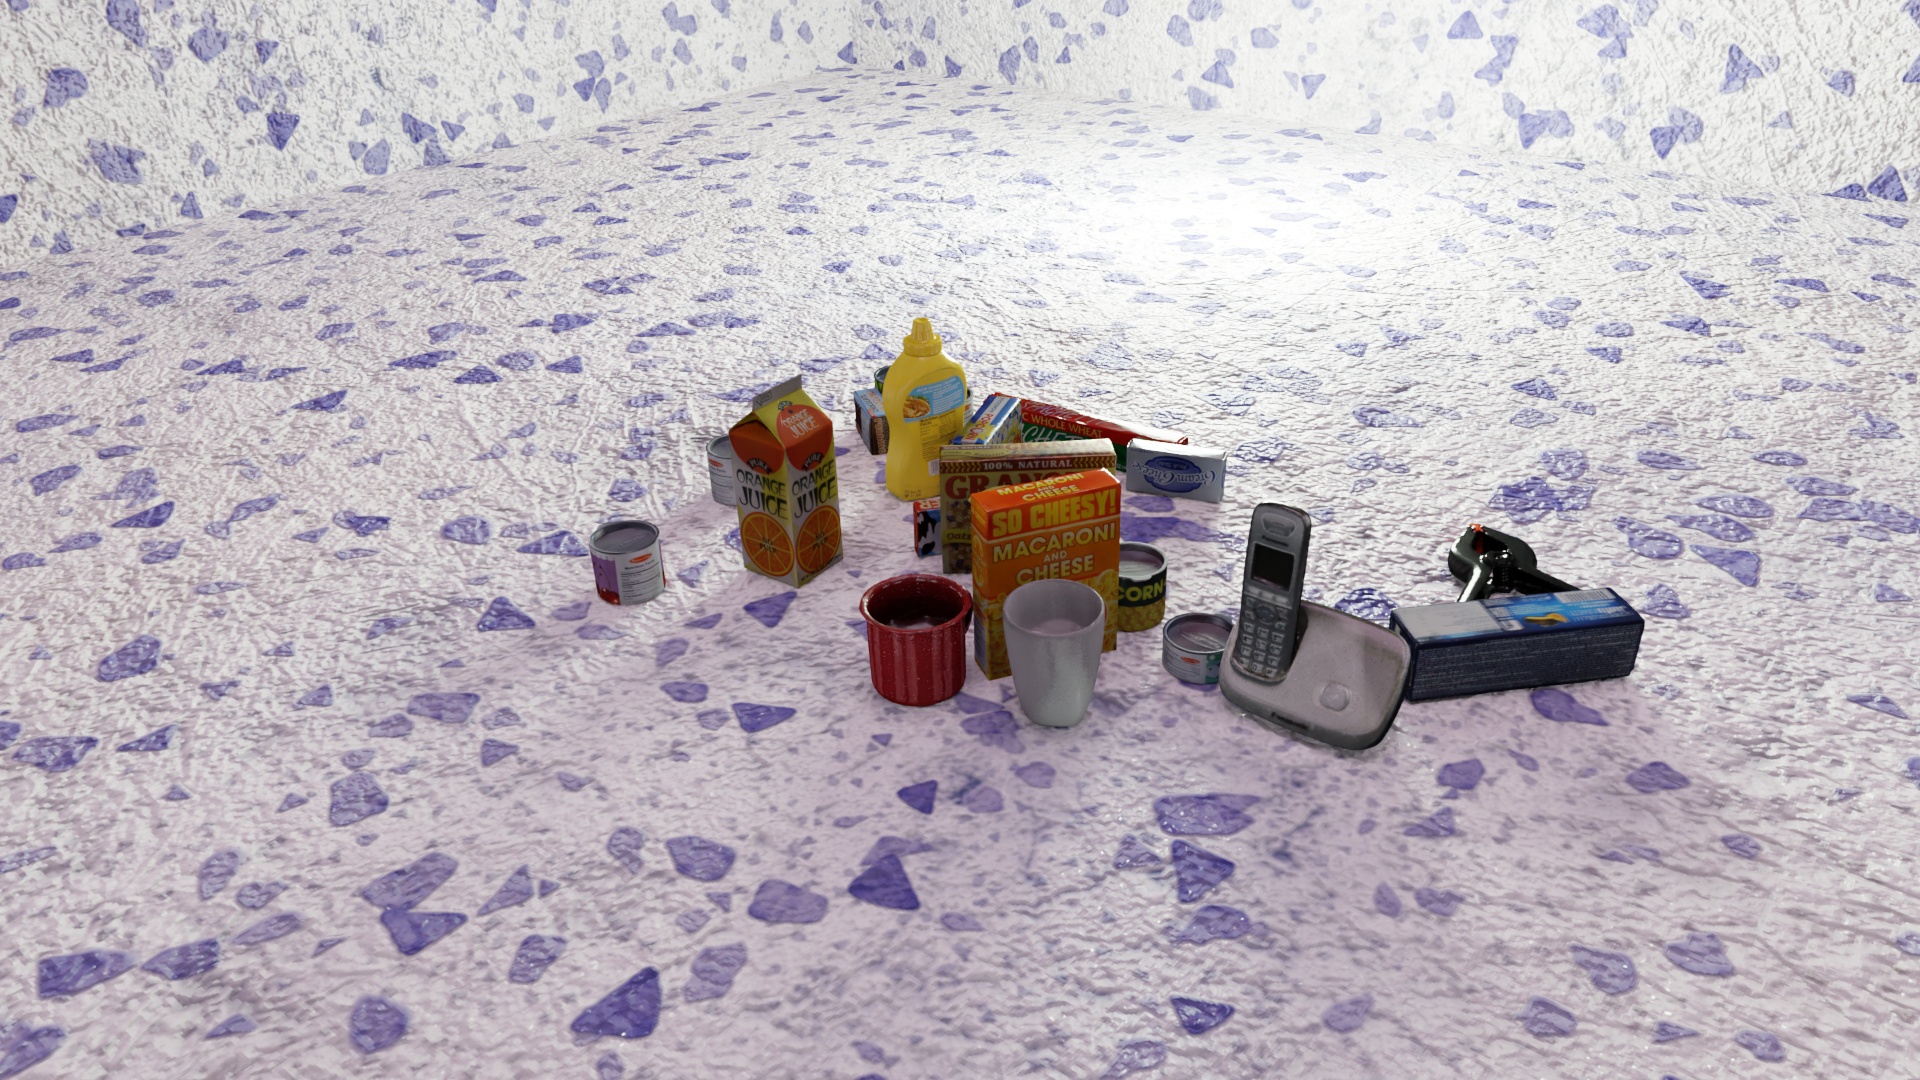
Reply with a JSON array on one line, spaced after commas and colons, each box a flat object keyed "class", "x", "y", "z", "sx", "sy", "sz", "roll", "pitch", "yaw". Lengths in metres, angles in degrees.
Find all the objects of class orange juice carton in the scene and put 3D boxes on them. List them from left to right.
[{"class": "orange juice carton", "x": -0.166, "y": -0.060, "z": 1.326, "sx": 0.073, "sy": 0.191, "sz": 0.072, "roll": 17, "pitch": 34, "yaw": 31}]

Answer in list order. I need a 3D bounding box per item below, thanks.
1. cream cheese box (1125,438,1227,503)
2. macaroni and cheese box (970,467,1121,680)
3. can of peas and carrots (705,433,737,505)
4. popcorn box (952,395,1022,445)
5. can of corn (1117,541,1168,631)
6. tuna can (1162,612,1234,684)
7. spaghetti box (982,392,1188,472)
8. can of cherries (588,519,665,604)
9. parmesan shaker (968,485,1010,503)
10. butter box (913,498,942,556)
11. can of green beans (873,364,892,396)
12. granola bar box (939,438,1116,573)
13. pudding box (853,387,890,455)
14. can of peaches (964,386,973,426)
[{"class": "cream cheese box", "x": 0.229, "y": -0.074, "z": 1.473, "sx": 0.104, "sy": 0.053, "sz": 0.024, "roll": 9, "pitch": 30, "yaw": 18}, {"class": "macaroni and cheese box", "x": 0.072, "y": 0.028, "z": 1.182, "sx": 0.124, "sy": 0.165, "sz": 0.040, "roll": -12, "pitch": 30, "yaw": -18}, {"class": "can of peas and carrots", "x": -0.236, "y": -0.078, "z": 1.499, "sx": 0.071, "sy": 0.058, "sz": 0.071, "roll": -1, "pitch": 29, "yaw": 1}, {"class": "popcorn box", "x": 0.030, "y": -0.092, "z": 1.483, "sx": 0.038, "sy": 0.084, "sz": 0.127, "roll": 8, "pitch": 30, "yaw": 18}, {"class": "can of corn", "x": 0.155, "y": 0.043, "z": 1.261, "sx": 0.071, "sy": 0.058, "sz": 0.071, "roll": -1, "pitch": 29, "yaw": 1}, {"class": "tuna can", "x": 0.208, "y": 0.092, "z": 1.198, "sx": 0.071, "sy": 0.032, "sz": 0.071, "roll": -1, "pitch": 29, "yaw": 1}, {"class": "spaghetti box", "x": 0.135, "y": -0.117, "z": 1.559, "sx": 0.250, "sy": 0.050, "sz": 0.029, "roll": 16, "pitch": 33, "yaw": 29}, {"class": "can of cherries", "x": -0.318, "y": 0.020, "z": 1.327, "sx": 0.071, "sy": 0.058, "sz": 0.072, "roll": -1, "pitch": 29, "yaw": 1}, {"class": "parmesan shaker", "x": 0.043, "y": 0.009, "z": 1.283, "sx": 0.071, "sy": 0.102, "sz": 0.071, "roll": -1, "pitch": 29, "yaw": 1}, {"class": "butter box", "x": 0.005, "y": -0.017, "z": 1.383, "sx": 0.104, "sy": 0.052, "sz": 0.024, "roll": -8, "pitch": 29, "yaw": -12}, {"class": "can of green beans", "x": -0.070, "y": -0.173, "z": 1.662, "sx": 0.071, "sy": 0.057, "sz": 0.071, "roll": -1, "pitch": 29, "yaw": 1}, {"class": "granola bar box", "x": 0.063, "y": -0.032, "z": 1.334, "sx": 0.166, "sy": 0.123, "sz": 0.039, "roll": -2, "pitch": 29, "yaw": -1}, {"class": "pudding box", "x": -0.100, "y": -0.139, "z": 1.610, "sx": 0.030, "sy": 0.049, "sz": 0.084, "roll": -10, "pitch": 30, "yaw": -14}, {"class": "can of peaches", "x": -0.019, "y": -0.144, "z": 1.608, "sx": 0.071, "sy": 0.057, "sz": 0.071, "roll": -1, "pitch": 29, "yaw": 1}]
